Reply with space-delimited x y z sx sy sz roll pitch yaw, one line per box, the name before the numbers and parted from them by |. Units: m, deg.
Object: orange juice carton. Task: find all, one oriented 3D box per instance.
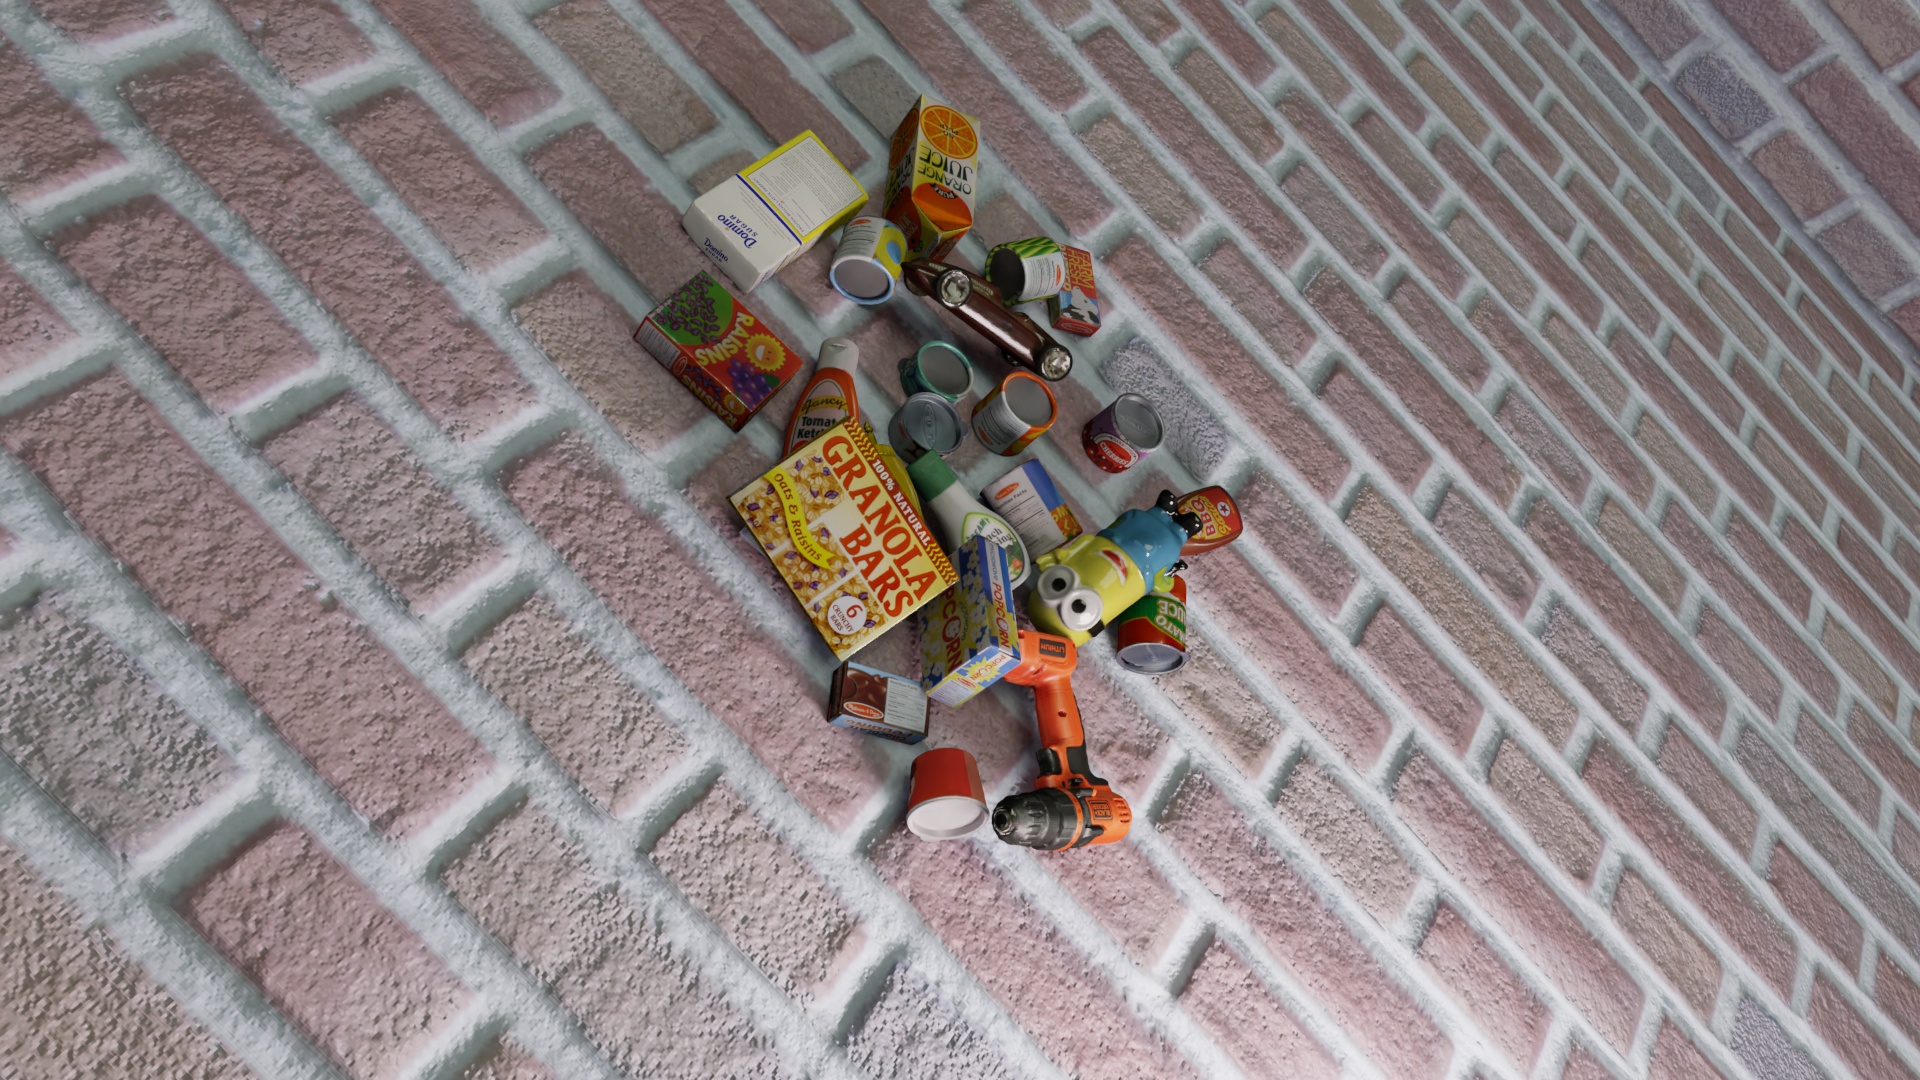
orange juice carton | -0.032 -0.358 1.431 0.073 0.071 0.193 19 56 -24

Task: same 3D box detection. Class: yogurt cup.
yogurt cup | -0.012 0.207 1.142 0.072 0.072 0.054 17 45 -25

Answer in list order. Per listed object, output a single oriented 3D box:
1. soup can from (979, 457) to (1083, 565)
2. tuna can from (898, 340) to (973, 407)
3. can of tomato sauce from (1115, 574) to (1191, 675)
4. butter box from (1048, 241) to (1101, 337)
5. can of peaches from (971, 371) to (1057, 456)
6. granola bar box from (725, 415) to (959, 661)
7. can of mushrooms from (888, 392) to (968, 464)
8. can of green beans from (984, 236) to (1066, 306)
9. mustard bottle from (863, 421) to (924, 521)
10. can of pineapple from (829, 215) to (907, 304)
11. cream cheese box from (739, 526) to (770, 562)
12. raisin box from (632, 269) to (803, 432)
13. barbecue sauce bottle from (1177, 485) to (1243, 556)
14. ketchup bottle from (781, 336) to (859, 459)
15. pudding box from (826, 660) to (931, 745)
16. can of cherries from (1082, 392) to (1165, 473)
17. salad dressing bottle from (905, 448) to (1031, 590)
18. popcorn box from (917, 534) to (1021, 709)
soup can | 0.069 -0.027 1.322 0.072 0.071 0.084 -27 83 -40
tuna can | -0.024 -0.161 1.354 0.071 0.032 0.071 16 58 -27
can of tomato sauce | 0.186 0.078 1.338 0.071 0.071 0.083 21 55 -23
butter box | 0.121 -0.275 1.517 0.053 0.024 0.104 10 60 -28
can of peaches | 0.055 -0.126 1.371 0.071 0.057 0.071 15 59 -26
granola bar box | -0.097 -0.003 1.157 0.124 0.039 0.165 -35 103 -10
can of mushrooms | -0.031 -0.104 1.318 0.071 0.033 0.071 16 57 -26
can of green beans | 0.067 -0.283 1.459 0.058 0.071 0.071 -19 77 -38
mustard bottle | -0.069 -0.034 1.244 0.065 0.048 0.161 -2 65 -20
can of pineapple | -0.088 -0.271 1.351 0.071 0.070 0.058 27 54 -19
cream cheese box | -0.135 -0.027 1.181 0.053 0.024 0.104 41 82 -8
raisin box | -0.213 -0.168 1.230 0.123 0.040 0.086 42 49 -5
barbecue sauce bottle | 0.225 -0.012 1.430 0.149 0.043 0.065 -17 77 -38
ketchup bottle | -0.120 -0.116 1.255 0.065 0.043 0.149 6 57 2
pudding box | -0.067 0.136 1.166 0.084 0.030 0.050 19 58 -24
can of cherries | 0.167 -0.109 1.435 0.071 0.058 0.072 16 58 -27
salad dressing bottle | 0.005 -0.016 1.278 0.064 0.044 0.147 -39 94 -19
popcorn box | 0.005 0.068 1.194 0.038 0.085 0.127 29 38 -33
